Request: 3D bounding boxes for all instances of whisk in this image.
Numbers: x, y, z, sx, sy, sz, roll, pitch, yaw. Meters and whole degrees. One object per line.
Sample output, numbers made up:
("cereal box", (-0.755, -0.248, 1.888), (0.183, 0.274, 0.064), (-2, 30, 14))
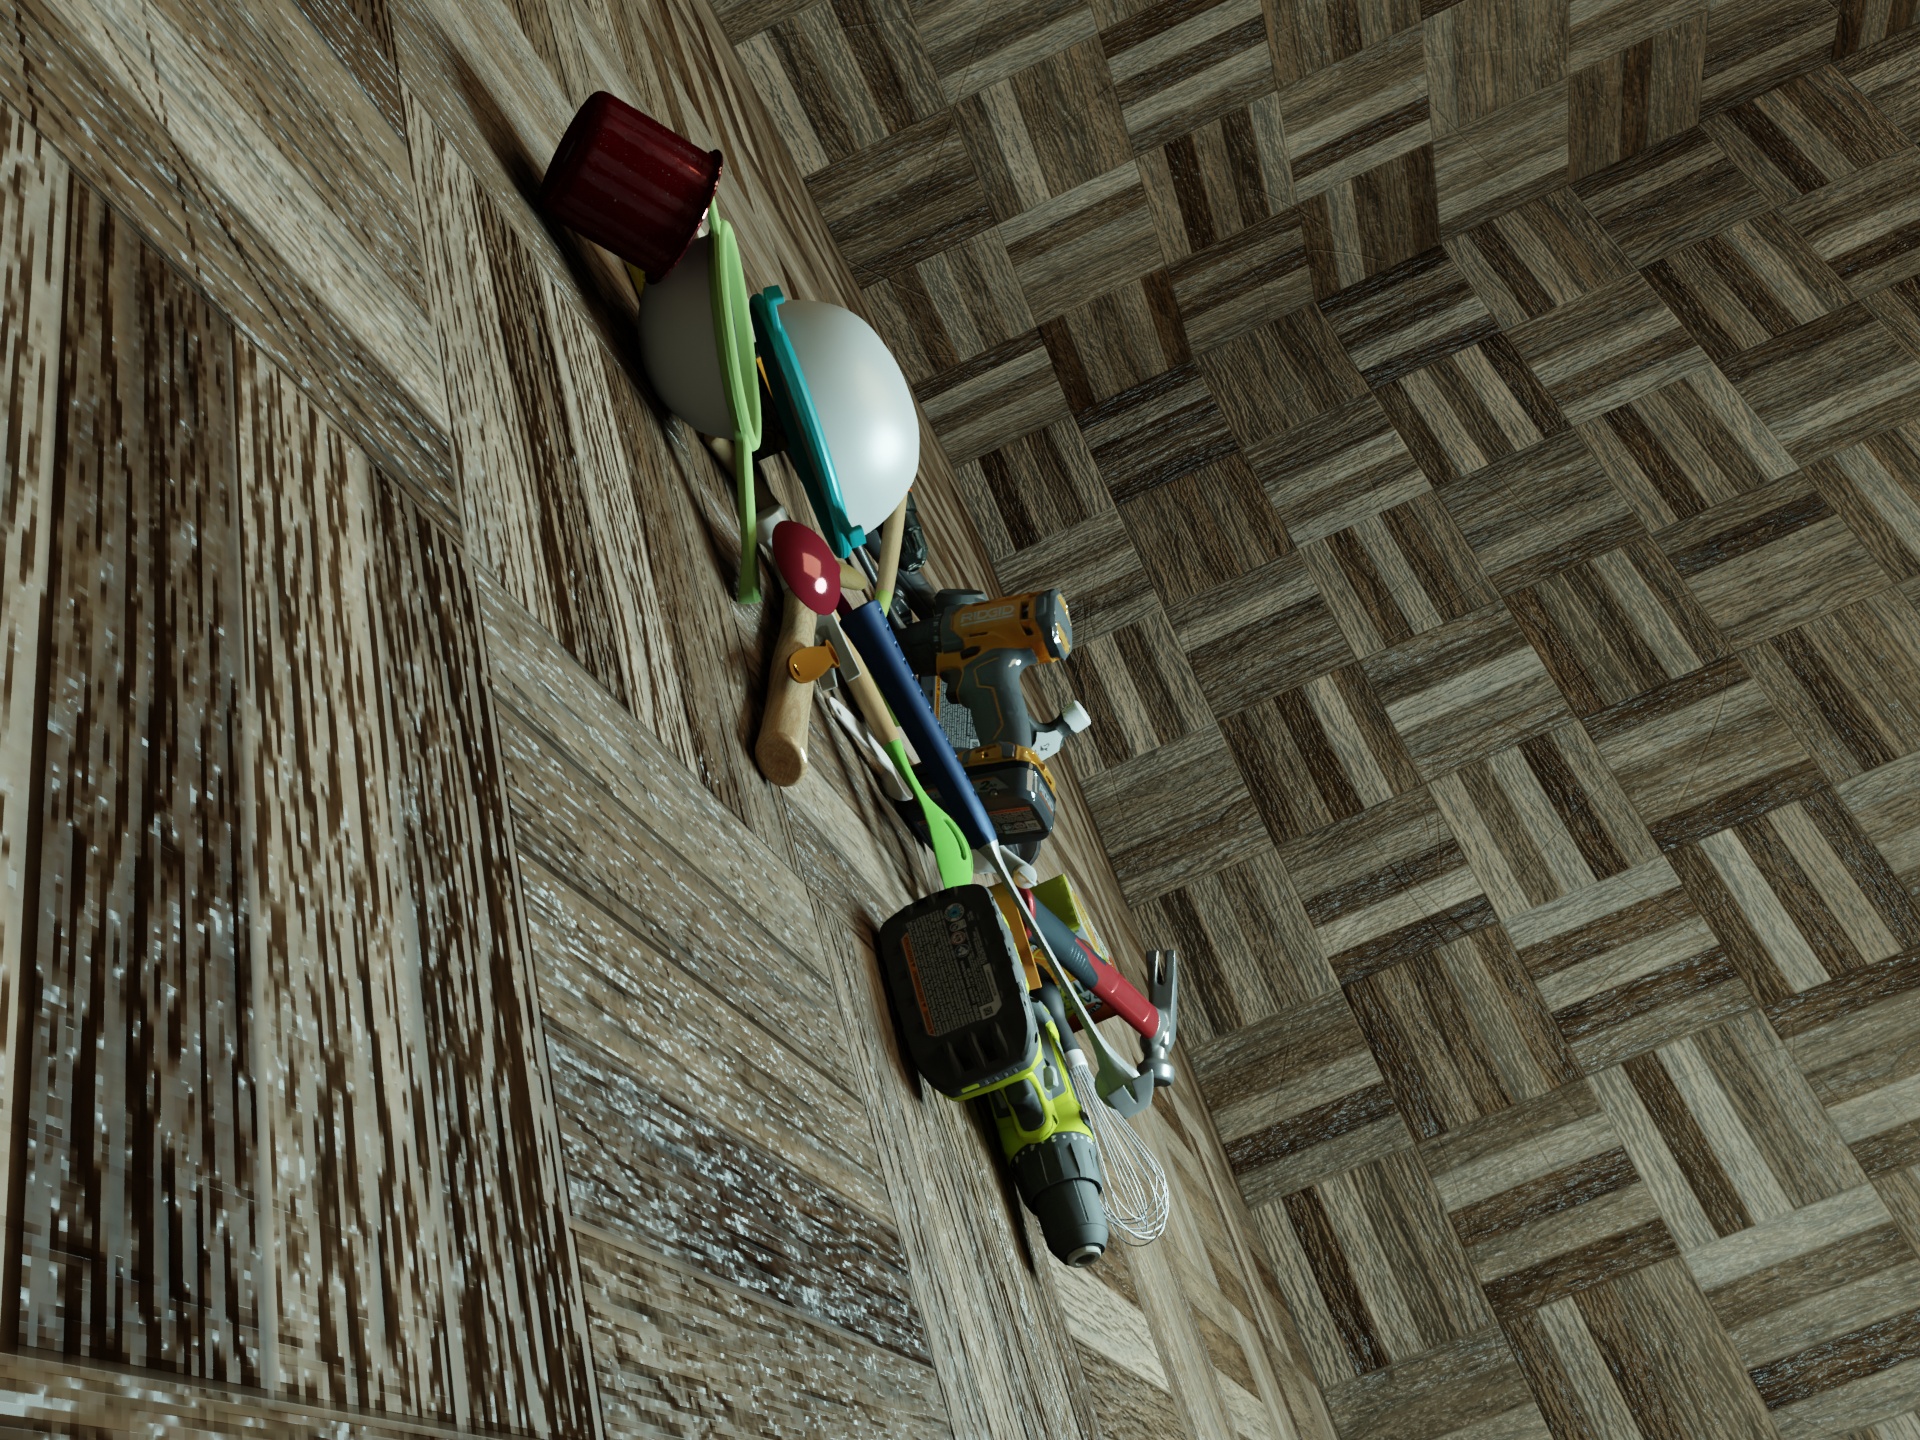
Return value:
("whisk", (0.114, 0.332, 1.417), (0.285, 0.070, 0.070), (65, 5, 37))

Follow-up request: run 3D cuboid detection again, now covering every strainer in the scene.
("strainer", (-0.096, -0.246, 1.295), (0.340, 0.095, 0.211), (-140, -150, -80))
("strainer", (-0.171, -0.199, 1.044), (0.151, 0.069, 0.256), (91, -6, -80))
("strainer", (0.030, 0.117, 1.366), (0.087, 0.050, 0.258), (42, -4, -10))

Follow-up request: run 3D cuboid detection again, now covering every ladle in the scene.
("ladle", (-0.051, -0.126, 1.350), (0.078, 0.062, 0.320), (71, 19, -48))
("ladle", (-0.092, -0.107, 1.164), (0.315, 0.031, 0.069), (-38, 103, -86))

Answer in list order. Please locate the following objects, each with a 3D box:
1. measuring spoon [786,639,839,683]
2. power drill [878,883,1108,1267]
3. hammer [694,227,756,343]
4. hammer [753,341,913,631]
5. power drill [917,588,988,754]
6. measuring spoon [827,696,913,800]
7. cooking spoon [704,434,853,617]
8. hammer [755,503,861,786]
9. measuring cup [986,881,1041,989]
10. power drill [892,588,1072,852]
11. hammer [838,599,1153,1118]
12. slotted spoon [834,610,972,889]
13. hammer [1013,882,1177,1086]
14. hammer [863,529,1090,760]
("measuring spoon", (-0.094, -0.035, 0.985), (0.021, 0.011, 0.117), (64, 11, -4))
("power drill", (0.032, 0.230, 1.026), (0.228, 0.080, 0.191), (63, 5, -46))
("hammer", (-0.191, -0.366, 1.530), (0.410, 0.038, 0.146), (31, 37, -78))
("hammer", (-0.123, -0.209, 1.524), (0.127, 0.034, 0.336), (-106, 170, -57))
("power drill", (-0.001, -0.032, 1.575), (0.223, 0.080, 0.171), (-91, -177, -78))
("measuring spoon", (-0.073, 0.023, 1.209), (0.124, 0.018, 0.034), (51, 17, -42))
("cooking spoon", (-0.134, -0.145, 1.273), (0.069, 0.017, 0.318), (58, 2, 28))
("hammer", (-0.108, -0.039, 1.046), (0.331, 0.031, 0.130), (-98, 162, -67))
("measuring cup", (0.014, 0.136, 1.232), (0.095, 0.052, 0.173), (-108, 179, -73))
("power drill", (-0.002, -0.004, 1.333), (0.084, 0.185, 0.226), (59, 29, -49))
("hammer", (0.025, 0.096, 1.120), (0.405, 0.035, 0.144), (61, -4, 7))
("slotted spoon", (-0.064, -0.006, 1.201), (0.314, 0.031, 0.070), (62, 5, 9))
("hammer", (0.127, 0.223, 1.495), (0.385, 0.038, 0.143), (47, 42, -51))
("hammer", (-0.013, -0.084, 1.700), (0.334, 0.146, 0.035), (52, 10, -15))
